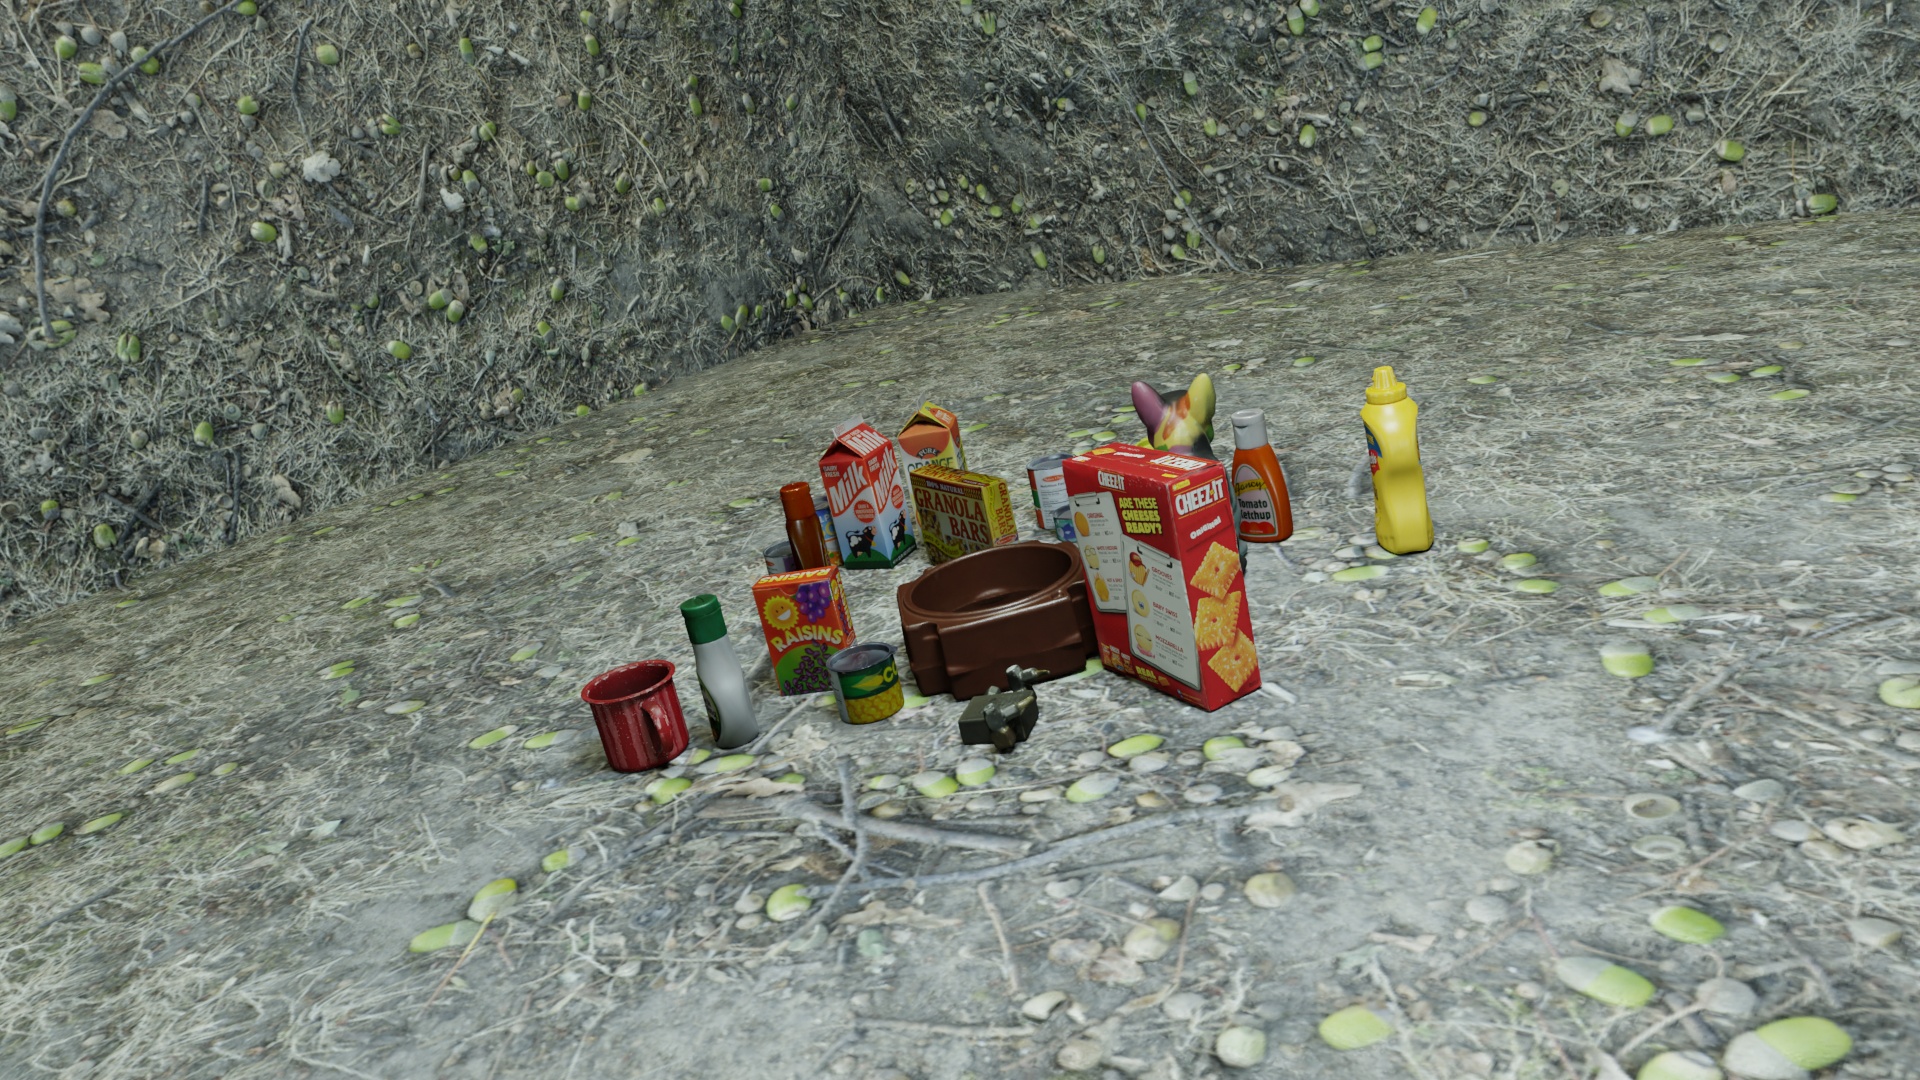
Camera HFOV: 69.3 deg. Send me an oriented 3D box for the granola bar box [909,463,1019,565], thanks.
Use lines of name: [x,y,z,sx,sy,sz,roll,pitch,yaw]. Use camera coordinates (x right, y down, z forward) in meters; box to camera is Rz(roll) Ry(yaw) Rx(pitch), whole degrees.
granola bar box: [0.006,-0.021,1.667,0.039,0.123,0.165,-22,20,-28]

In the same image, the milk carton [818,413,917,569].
milk carton: [-0.122,-0.063,1.776,0.073,0.190,0.073,-3,20,29]

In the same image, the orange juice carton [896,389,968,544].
orange juice carton: [-0.032,-0.098,1.819,0.073,0.192,0.072,-9,17,11]

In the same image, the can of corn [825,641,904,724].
can of corn: [-0.089,0.138,1.350,0.071,0.058,0.071,-11,17,4]

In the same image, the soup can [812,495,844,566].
soup can: [-0.179,-0.010,1.828,0.071,0.083,0.071,-11,17,4]

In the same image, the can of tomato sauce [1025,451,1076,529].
can of tomato sauce: [0.125,-0.064,1.788,0.071,0.082,0.071,-11,17,4]

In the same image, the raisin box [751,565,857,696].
raisin box: [-0.156,0.093,1.425,0.086,0.123,0.040,-8,18,14]

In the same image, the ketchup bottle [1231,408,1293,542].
ketchup bottle: [0.334,-0.073,1.564,0.064,0.148,0.044,3,23,42]

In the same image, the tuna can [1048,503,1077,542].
tuna can: [0.147,-0.024,1.731,0.071,0.032,0.071,-11,17,4]

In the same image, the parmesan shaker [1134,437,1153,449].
parmesan shaker: [0.252,-0.072,1.693,0.071,0.102,0.071,-11,17,4]

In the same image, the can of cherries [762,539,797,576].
can of cherries: [-0.208,0.033,1.755,0.071,0.058,0.072,-11,17,4]

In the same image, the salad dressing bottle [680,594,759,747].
salad dressing bottle: [-0.233,0.125,1.339,0.044,0.147,0.064,-18,18,-17]

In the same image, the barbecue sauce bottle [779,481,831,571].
barbecue sauce bottle: [-0.184,0.004,1.680,0.044,0.148,0.065,-15,17,-7]
